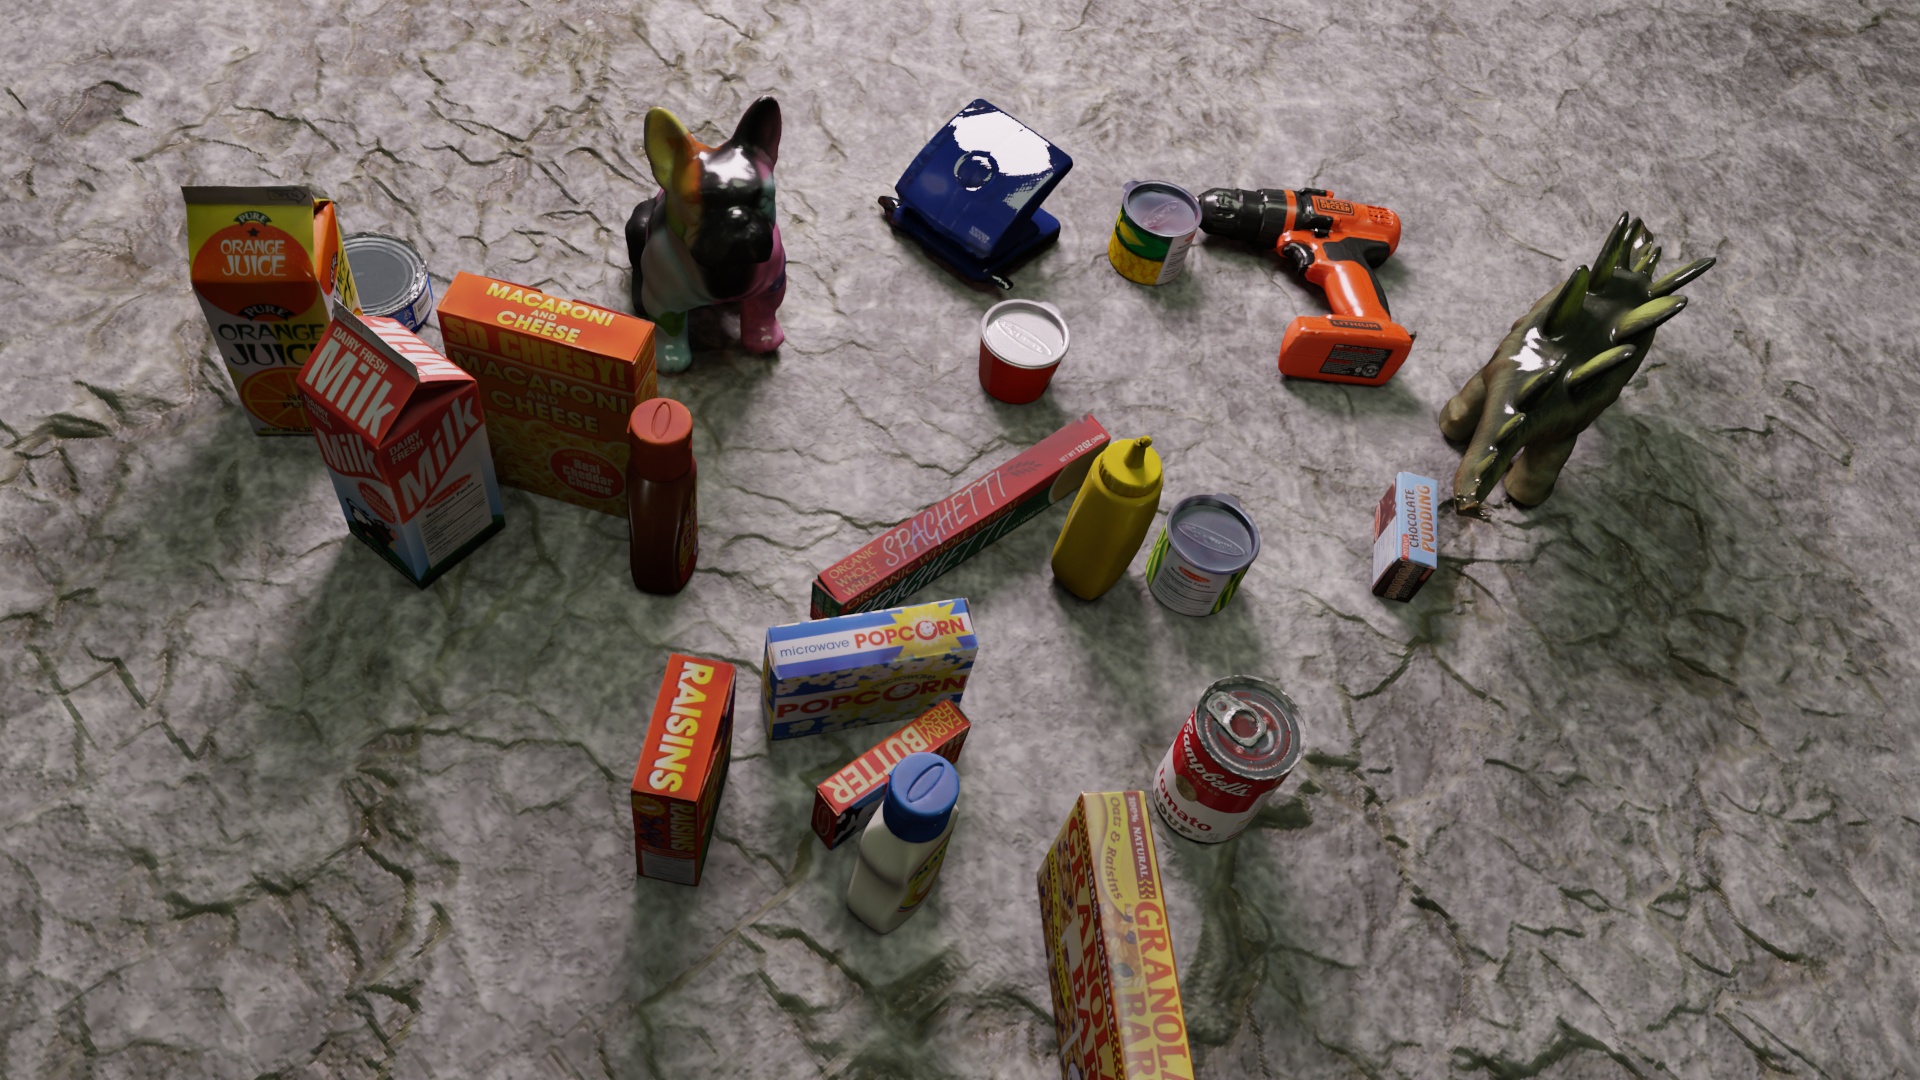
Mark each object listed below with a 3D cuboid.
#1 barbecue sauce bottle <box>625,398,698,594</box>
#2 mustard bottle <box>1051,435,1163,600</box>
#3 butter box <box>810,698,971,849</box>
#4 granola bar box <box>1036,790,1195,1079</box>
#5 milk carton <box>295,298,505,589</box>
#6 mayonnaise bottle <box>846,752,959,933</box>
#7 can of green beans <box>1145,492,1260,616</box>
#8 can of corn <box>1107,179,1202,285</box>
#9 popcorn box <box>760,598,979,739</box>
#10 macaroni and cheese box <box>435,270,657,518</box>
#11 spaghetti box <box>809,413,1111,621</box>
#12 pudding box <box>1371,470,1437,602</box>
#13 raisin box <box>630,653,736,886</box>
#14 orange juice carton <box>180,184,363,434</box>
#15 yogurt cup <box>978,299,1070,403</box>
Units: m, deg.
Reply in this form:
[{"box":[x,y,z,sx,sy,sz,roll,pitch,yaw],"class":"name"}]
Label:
[{"box":[-0.187,-0.029,0.873,0.044,0.147,0.065,8,55,-5],"class":"barbecue sauce bottle"},{"box":[0.102,-0.023,0.917,0.049,0.159,0.065,36,57,15],"class":"mustard bottle"},{"box":[-0.042,0.141,0.840,0.104,0.052,0.024,-31,66,-28],"class":"butter box"},{"box":[0.081,0.236,0.753,0.039,0.123,0.166,1,55,-10],"class":"granola bar box"},{"box":[-0.337,-0.062,0.841,0.072,0.189,0.074,36,57,14],"class":"milk carton"},{"box":[-0.029,0.165,0.767,0.041,0.147,0.065,36,57,14],"class":"mayonnaise bottle"},{"box":[0.168,0.011,0.968,0.071,0.057,0.071,5,55,-7],"class":"can of green beans"},{"box":[0.158,-0.256,1.153,0.071,0.058,0.071,5,55,-7],"class":"can of corn"},{"box":[-0.058,0.080,0.860,0.127,0.084,0.038,-8,58,-16],"class":"popcorn box"},{"box":[-0.258,-0.089,0.890,0.124,0.165,0.040,15,54,0],"class":"macaroni and cheese box"},{"box":[0.003,-0.012,0.958,0.251,0.050,0.029,-32,67,-28],"class":"spaghetti box"},{"box":[0.324,-0.003,1.013,0.030,0.049,0.084,15,54,0],"class":"pudding box"},{"box":[-0.155,0.131,0.782,0.040,0.122,0.086,12,54,-2],"class":"raisin box"},{"box":[-0.432,-0.153,0.886,0.072,0.191,0.073,-1,56,-12],"class":"orange juice carton"},{"box":[0.045,-0.141,1.053,0.072,0.053,0.073,5,55,-7],"class":"yogurt cup"}]
